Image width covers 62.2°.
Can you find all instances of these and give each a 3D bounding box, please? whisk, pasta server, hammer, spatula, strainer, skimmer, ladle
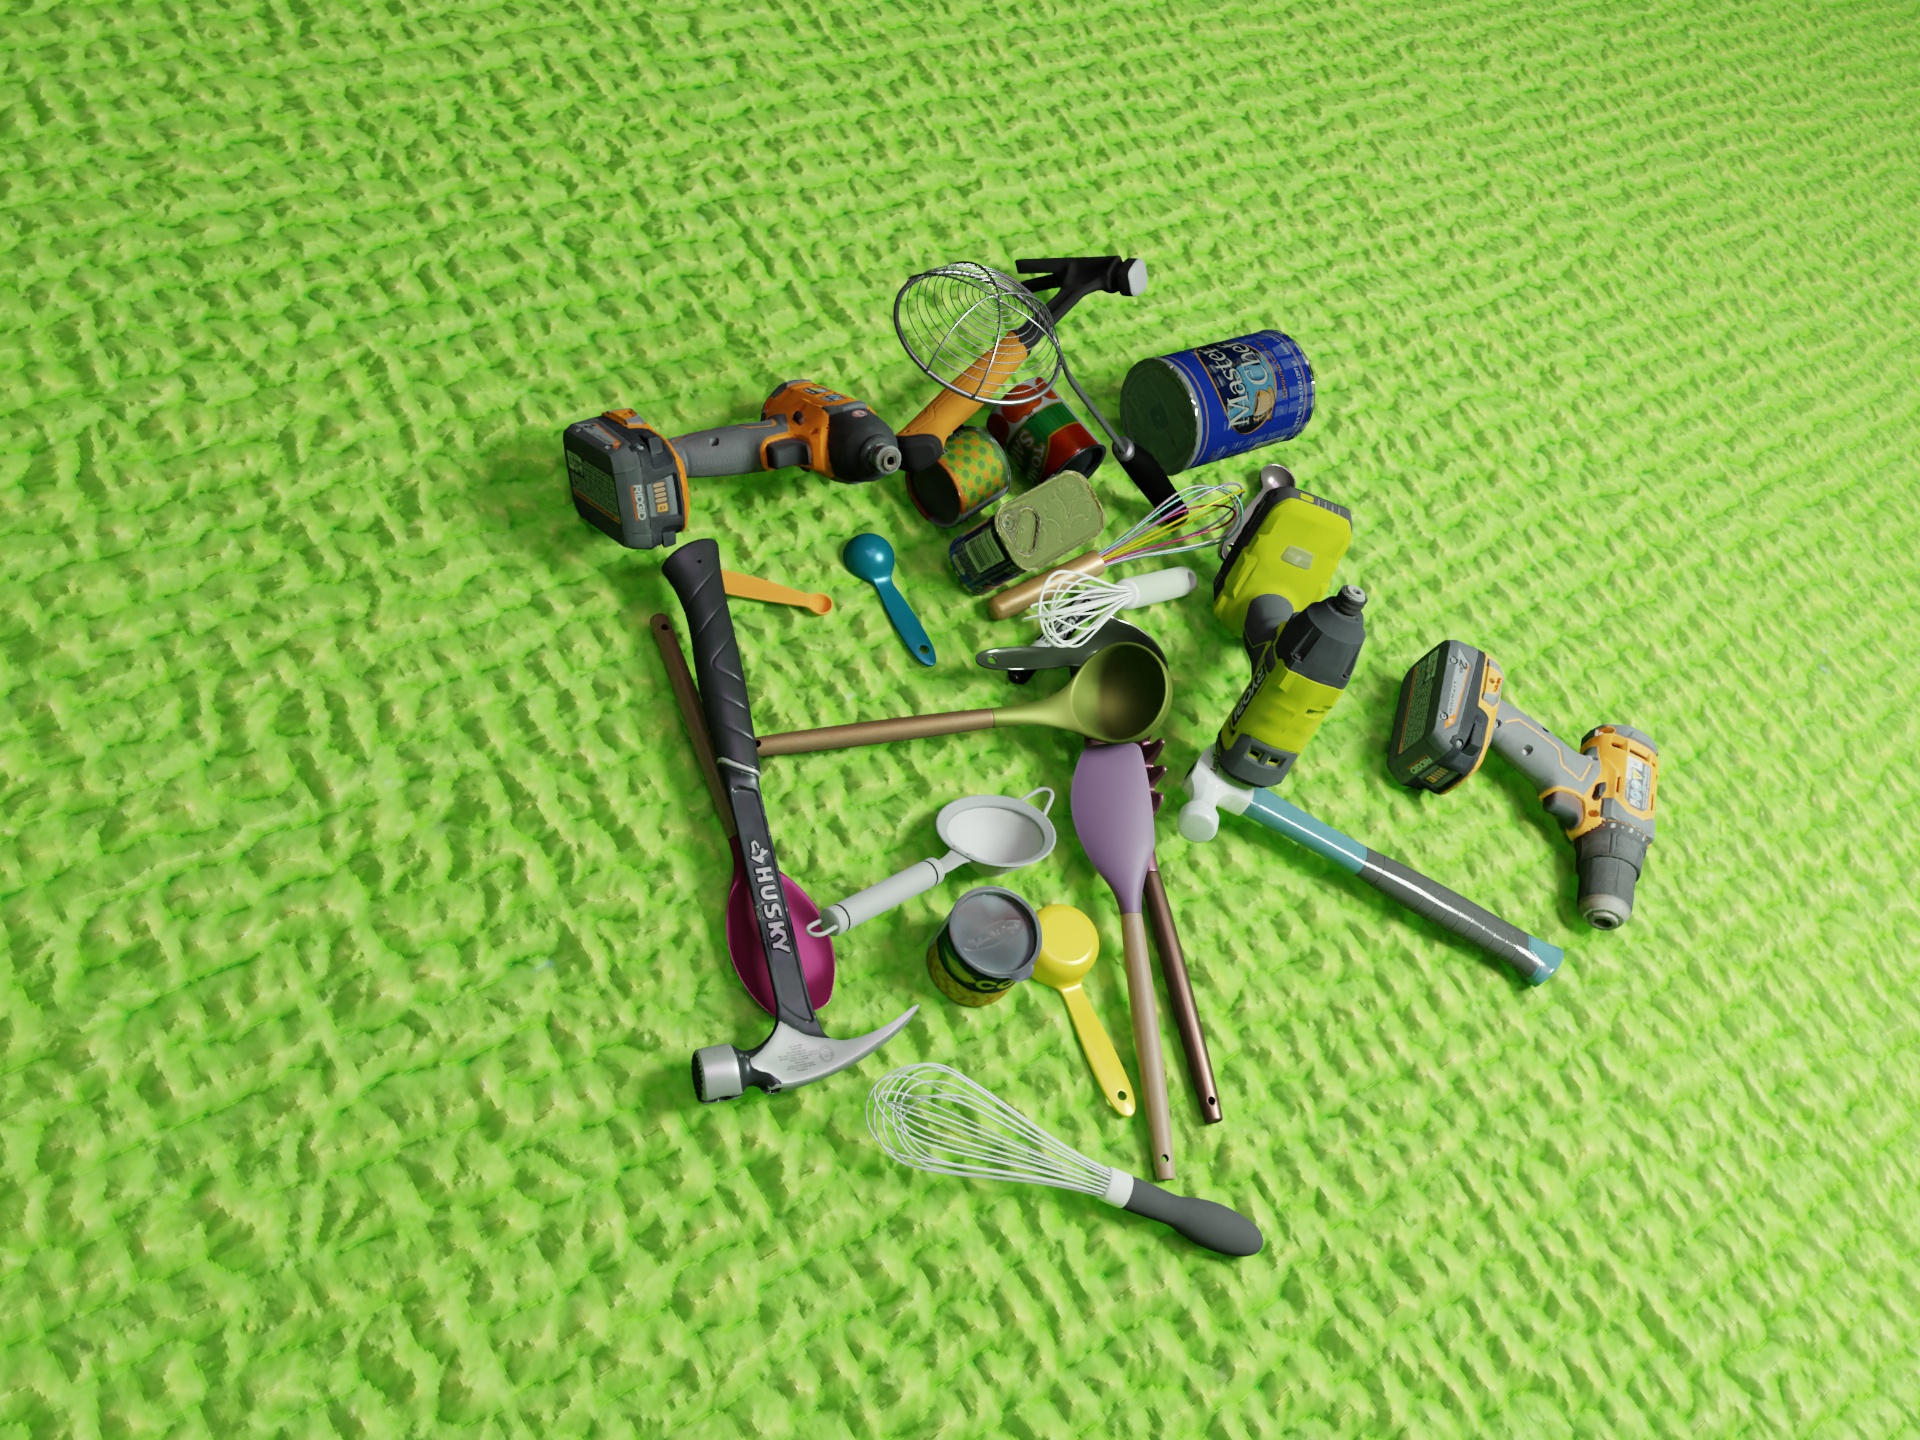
[{"bbox_3d":[0.124,-0.097,1.242,0.246,0.059,0.058,-18,96,-55],"label":"whisk"},{"bbox_3d":[0.145,0.134,1.157,0.060,0.040,0.316,-8,63,-7],"label":"pasta server"},{"bbox_3d":[0.072,0.289,1.027,0.284,0.070,0.070,23,55,-10],"label":"whisk"},{"bbox_3d":[0.031,-0.306,1.334,0.127,0.034,0.337,9,43,32],"label":"hammer"},{"bbox_3d":[0.318,0.115,1.220,0.331,0.033,0.128,29,39,-5],"label":"hammer"},{"bbox_3d":[0.121,0.163,1.124,0.060,0.018,0.316,-6,67,-1],"label":"spatula"},{"bbox_3d":[-0.017,0.102,1.084,0.087,0.050,0.258,28,29,29],"label":"strainer"},{"bbox_3d":[-0.142,0.050,1.086,0.149,0.036,0.409,-6,64,-20],"label":"hammer"},{"bbox_3d":[0.130,-0.136,1.295,0.245,0.047,0.051,-26,115,-15],"label":"whisk"},{"bbox_3d":[0.077,-0.231,1.241,0.362,0.090,0.127,37,36,-54],"label":"skimmer"},{"bbox_3d":[-0.002,-0.004,1.153,0.320,0.062,0.078,-7,67,-11],"label":"ladle"}]

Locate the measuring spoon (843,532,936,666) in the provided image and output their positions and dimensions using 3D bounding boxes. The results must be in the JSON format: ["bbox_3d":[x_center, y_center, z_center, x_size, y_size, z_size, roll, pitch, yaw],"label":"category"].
[{"bbox_3d":[-0.050,-0.098,1.239,0.042,0.021,0.129,-19,67,-28],"label":"measuring spoon"}]

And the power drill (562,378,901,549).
[{"bbox_3d":[-0.162,-0.195,1.187,0.226,0.084,0.164,-19,30,-27],"label":"power drill"}]

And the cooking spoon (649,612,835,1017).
[{"bbox_3d":[-0.162,0.059,1.106,0.068,0.017,0.319,-14,66,-22],"label":"cooking spoon"}]

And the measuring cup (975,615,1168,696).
[{"bbox_3d":[0.081,-0.039,1.232,0.167,0.038,0.083,-1,57,-25],"label":"measuring cup"}]

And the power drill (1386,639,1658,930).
[{"bbox_3d":[0.465,0.054,1.297,0.226,0.084,0.185,27,56,-8],"label":"power drill"}]

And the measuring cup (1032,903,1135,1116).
[{"bbox_3d":[0.089,0.198,1.102,0.062,0.029,0.157,-12,63,-25],"label":"measuring cup"}]

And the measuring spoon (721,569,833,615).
[{"bbox_3d":[-0.155,-0.098,1.212,0.117,0.011,0.021,12,57,-8],"label":"measuring spoon"}]

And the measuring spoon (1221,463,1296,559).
[{"bbox_3d":[0.259,-0.181,1.408,0.034,0.018,0.124,35,62,3],"label":"measuring spoon"}]

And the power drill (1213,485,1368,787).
[{"bbox_3d":[0.255,-0.077,1.221,0.080,0.171,0.223,20,37,-8],"label":"power drill"}]
